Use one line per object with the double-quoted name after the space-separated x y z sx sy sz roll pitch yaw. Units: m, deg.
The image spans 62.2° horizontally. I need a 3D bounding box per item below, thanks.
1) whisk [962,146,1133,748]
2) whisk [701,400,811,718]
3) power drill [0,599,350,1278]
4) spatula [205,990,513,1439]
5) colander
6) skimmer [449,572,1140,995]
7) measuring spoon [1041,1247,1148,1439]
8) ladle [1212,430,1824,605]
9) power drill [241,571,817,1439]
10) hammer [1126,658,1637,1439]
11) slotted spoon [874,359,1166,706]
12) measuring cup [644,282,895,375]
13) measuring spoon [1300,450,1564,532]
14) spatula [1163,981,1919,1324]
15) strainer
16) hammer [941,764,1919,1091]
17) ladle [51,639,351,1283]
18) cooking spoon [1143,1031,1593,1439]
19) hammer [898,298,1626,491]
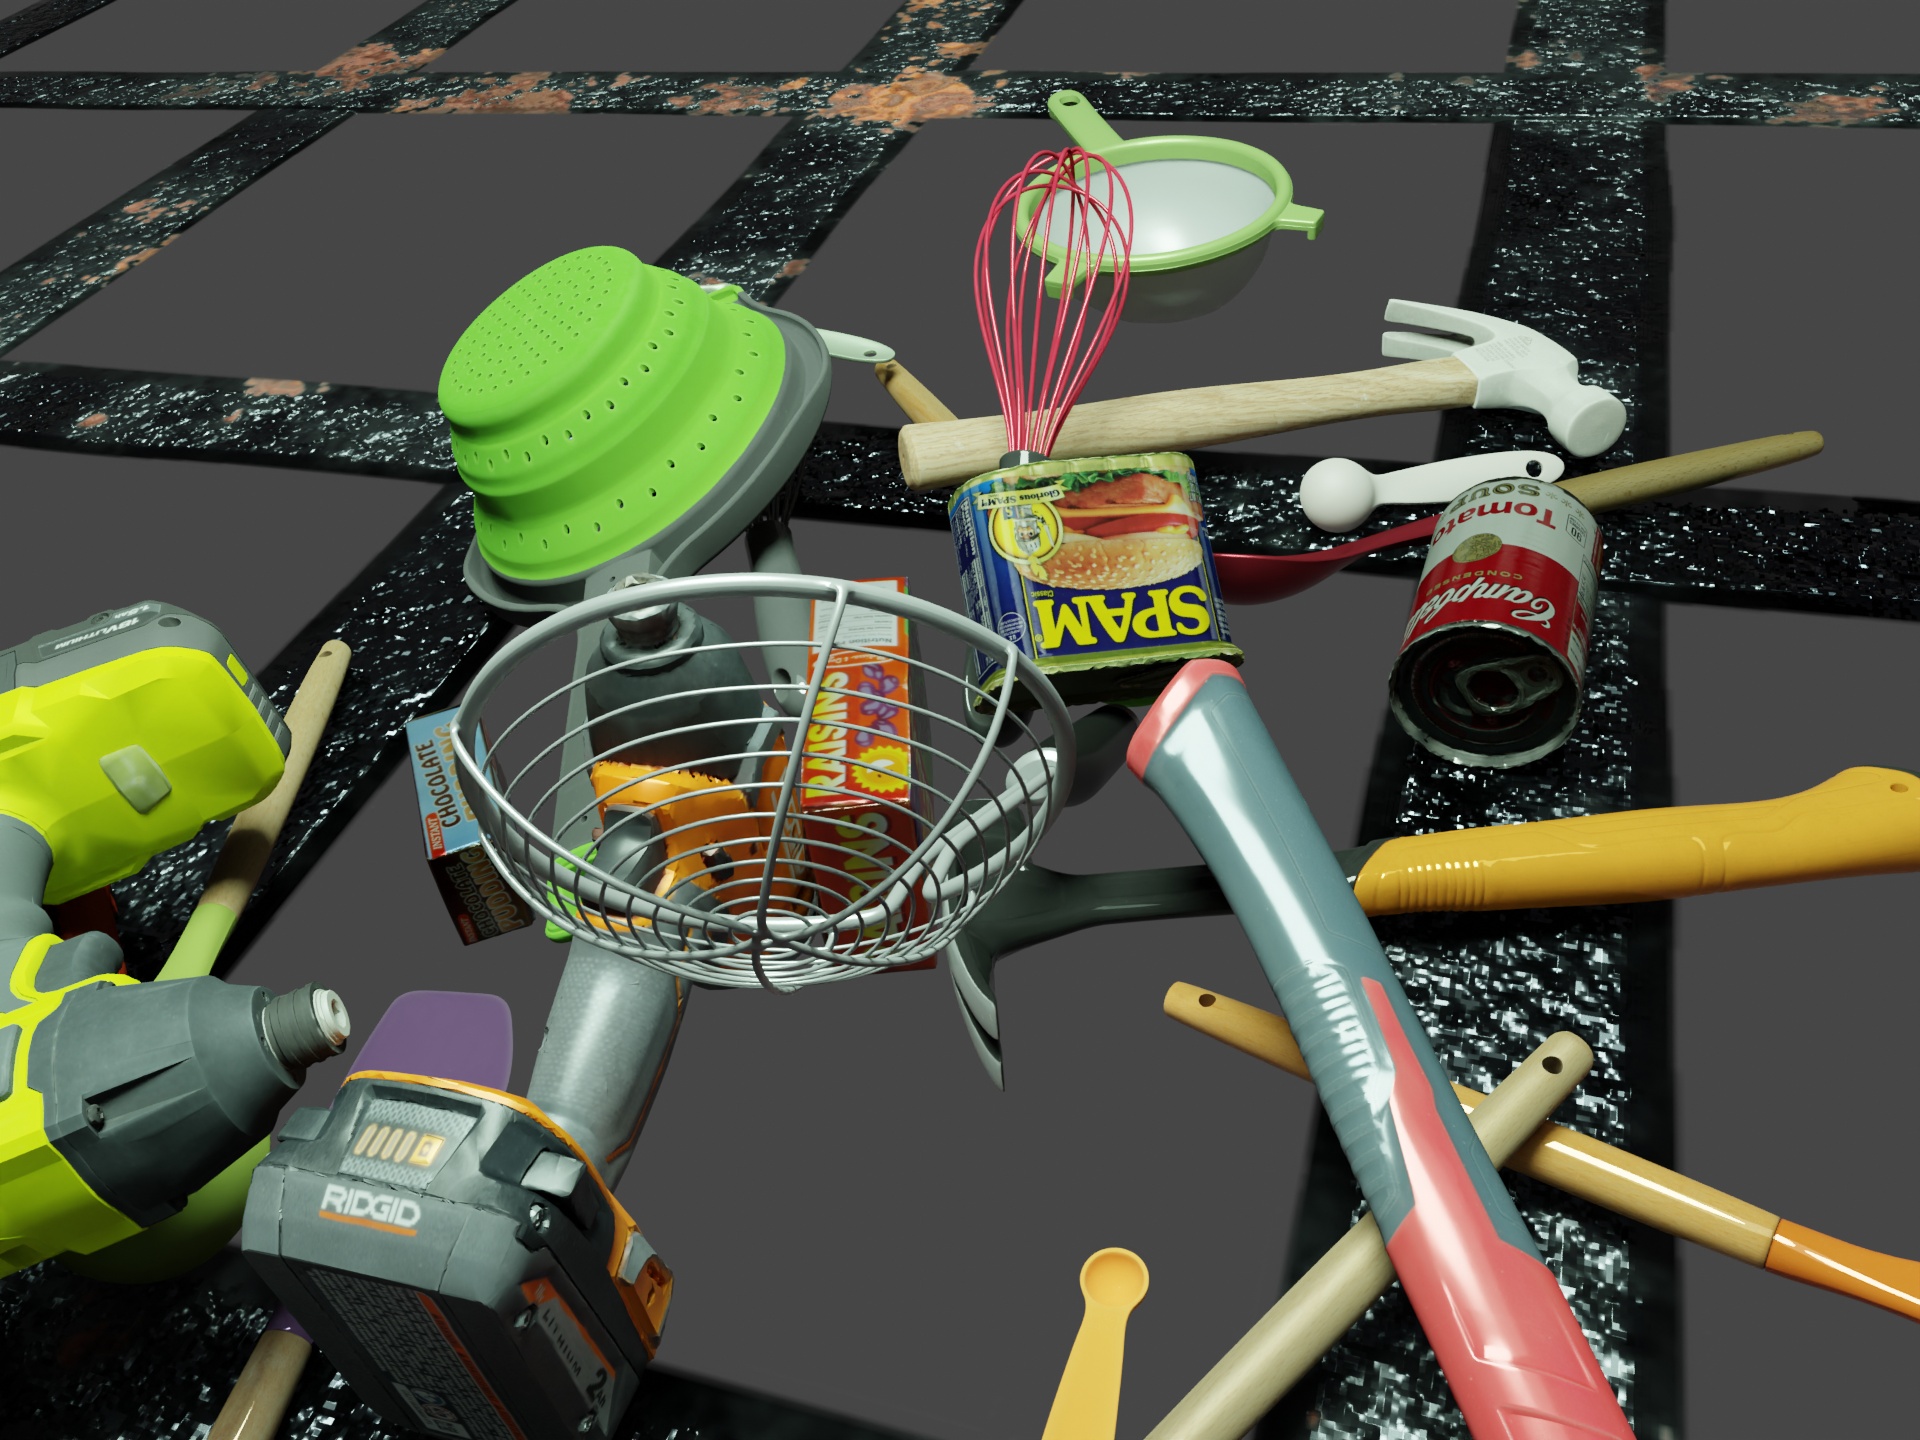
0.031 -0.127 0.683 0.073 0.073 0.296 3 69 13 "whisk"
-0.086 -0.084 0.733 0.055 0.055 0.239 -13 46 -5 "whisk"
-0.271 0.063 0.479 0.171 0.080 0.223 -22 41 -6 "power drill"
-0.200 0.200 0.449 0.060 0.018 0.316 2 41 11 "spatula"
-0.163 -0.089 0.676 0.204 0.094 0.398 -22 44 17 "colander"
-0.001 -0.001 0.454 0.127 0.090 0.363 -19 1 19 "skimmer"
0.031 0.196 0.423 0.021 0.011 0.117 5 46 18 "measuring spoon"
0.238 -0.091 0.696 0.315 0.031 0.069 -13 10 -10 "ladle"
-0.108 0.074 0.468 0.084 0.164 0.227 7 45 14 "power drill"
0.142 0.132 0.401 0.143 0.038 0.387 -14 53 -7 "hammer"
0.019 -0.106 0.754 0.070 0.031 0.314 -21 41 -13 "slotted spoon"
-0.109 -0.199 0.874 0.168 0.038 0.083 15 46 22 "measuring cup"
0.216 -0.109 0.720 0.124 0.018 0.034 -8 84 -4 "measuring spoon"
0.200 0.142 0.446 0.323 0.041 0.081 18 48 33 "spatula"
0.096 -0.294 0.921 0.151 0.069 0.257 -15 41 -4 "strainer"
0.162 0.054 0.530 0.337 0.034 0.127 -6 28 0 "hammer"
-0.270 0.067 0.605 0.078 0.062 0.320 -10 34 1 "ladle"
0.059 0.184 0.405 0.319 0.017 0.069 -37 51 -20 "cooking spoon"
0.134 -0.148 0.757 0.331 0.031 0.130 -10 39 -10 "hammer"
